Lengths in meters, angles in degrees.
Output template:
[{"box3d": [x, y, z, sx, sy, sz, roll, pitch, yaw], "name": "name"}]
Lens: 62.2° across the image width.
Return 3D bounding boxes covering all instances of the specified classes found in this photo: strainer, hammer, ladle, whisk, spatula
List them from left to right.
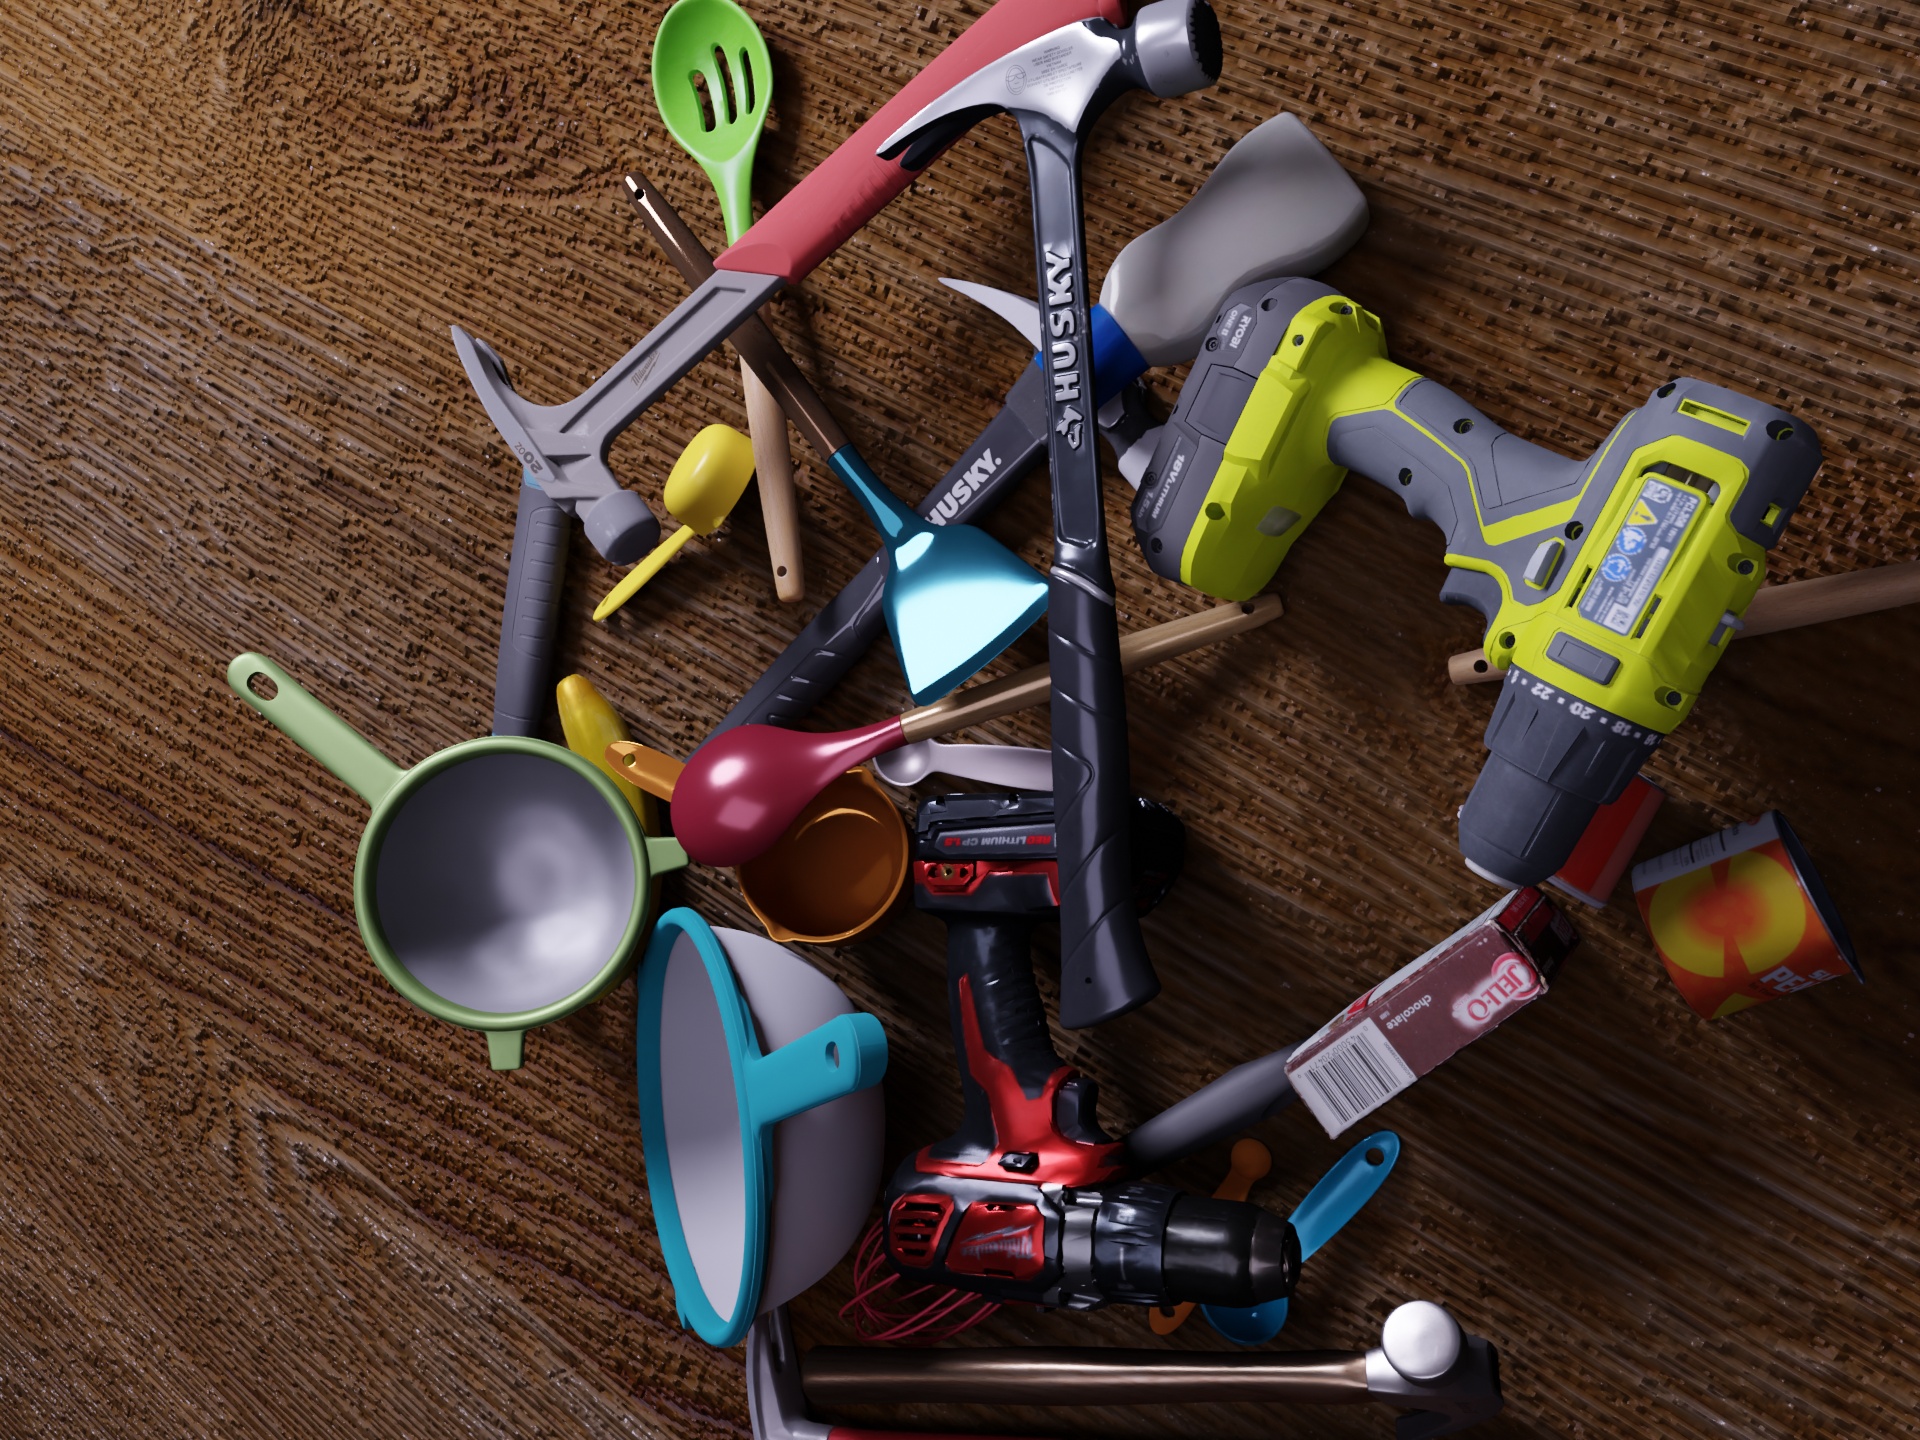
[{"box3d": [-0.275, 0.052, 0.841, 0.256, 0.069, 0.151, 39, 86, 2], "name": "strainer"}, {"box3d": [-0.255, -0.004, 0.921, 0.128, 0.033, 0.331, 17, 103, 25], "name": "hammer"}, {"box3d": [-0.073, -0.240, 0.741, 0.359, 0.036, 0.149, -40, 74, 9], "name": "hammer"}, {"box3d": [-0.074, -0.150, 0.759, 0.082, 0.044, 0.318, -39, 78, 10], "name": "spatula"}, {"box3d": [-0.069, 0.175, 0.745, 0.340, 0.095, 0.211, 140, 124, -59], "name": "strainer"}, {"box3d": [-0.045, -0.069, 0.801, 0.334, 0.035, 0.146, -45, 75, 25], "name": "hammer"}, {"box3d": [-0.001, -0.002, 0.747, 0.315, 0.031, 0.069, -19, 67, 12], "name": "ladle"}, {"box3d": [0.044, -0.076, 0.657, 0.149, 0.036, 0.409, -3, 91, 31], "name": "hammer"}, {"box3d": [0.054, 0.227, 0.769, 0.296, 0.073, 0.073, -35, 79, 21], "name": "whisk"}, {"box3d": [0.060, 0.360, 0.789, 0.386, 0.038, 0.143, -11, 88, 29], "name": "hammer"}, {"box3d": [0.075, 0.298, 0.721, 0.331, 0.129, 0.031, -12, 53, 26], "name": "hammer"}, {"box3d": [0.338, -0.048, 0.588, 0.320, 0.062, 0.078, -12, 89, 31], "name": "ladle"}]

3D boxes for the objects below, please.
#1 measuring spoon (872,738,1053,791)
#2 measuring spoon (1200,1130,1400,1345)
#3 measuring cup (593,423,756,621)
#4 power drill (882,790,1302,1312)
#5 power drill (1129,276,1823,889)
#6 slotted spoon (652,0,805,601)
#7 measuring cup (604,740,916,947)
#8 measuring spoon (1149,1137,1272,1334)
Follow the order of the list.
[{"box3d": [0.015, 0.021, 0.793, 0.124, 0.018, 0.034, 7, 98, 20], "name": "measuring spoon"}, {"box3d": [0.161, 0.236, 0.738, 0.042, 0.021, 0.128, 42, 104, 19], "name": "measuring spoon"}, {"box3d": [-0.163, -0.102, 0.851, 0.029, 0.062, 0.156, 34, 129, -26], "name": "measuring cup"}, {"box3d": [0.058, 0.148, 0.712, 0.188, 0.080, 0.227, -3, 79, 27], "name": "power drill"}, {"box3d": [0.183, -0.063, 0.624, 0.229, 0.080, 0.190, 34, 107, 34], "name": "power drill"}, {"box3d": [-0.108, -0.214, 0.806, 0.070, 0.031, 0.314, -11, 84, 25], "name": "slotted spoon"}, {"box3d": [-0.102, 0.054, 0.815, 0.174, 0.052, 0.095, 24, 81, 15], "name": "measuring cup"}, {"box3d": [0.117, 0.249, 0.761, 0.021, 0.011, 0.117, 31, 109, 22], "name": "measuring spoon"}]
